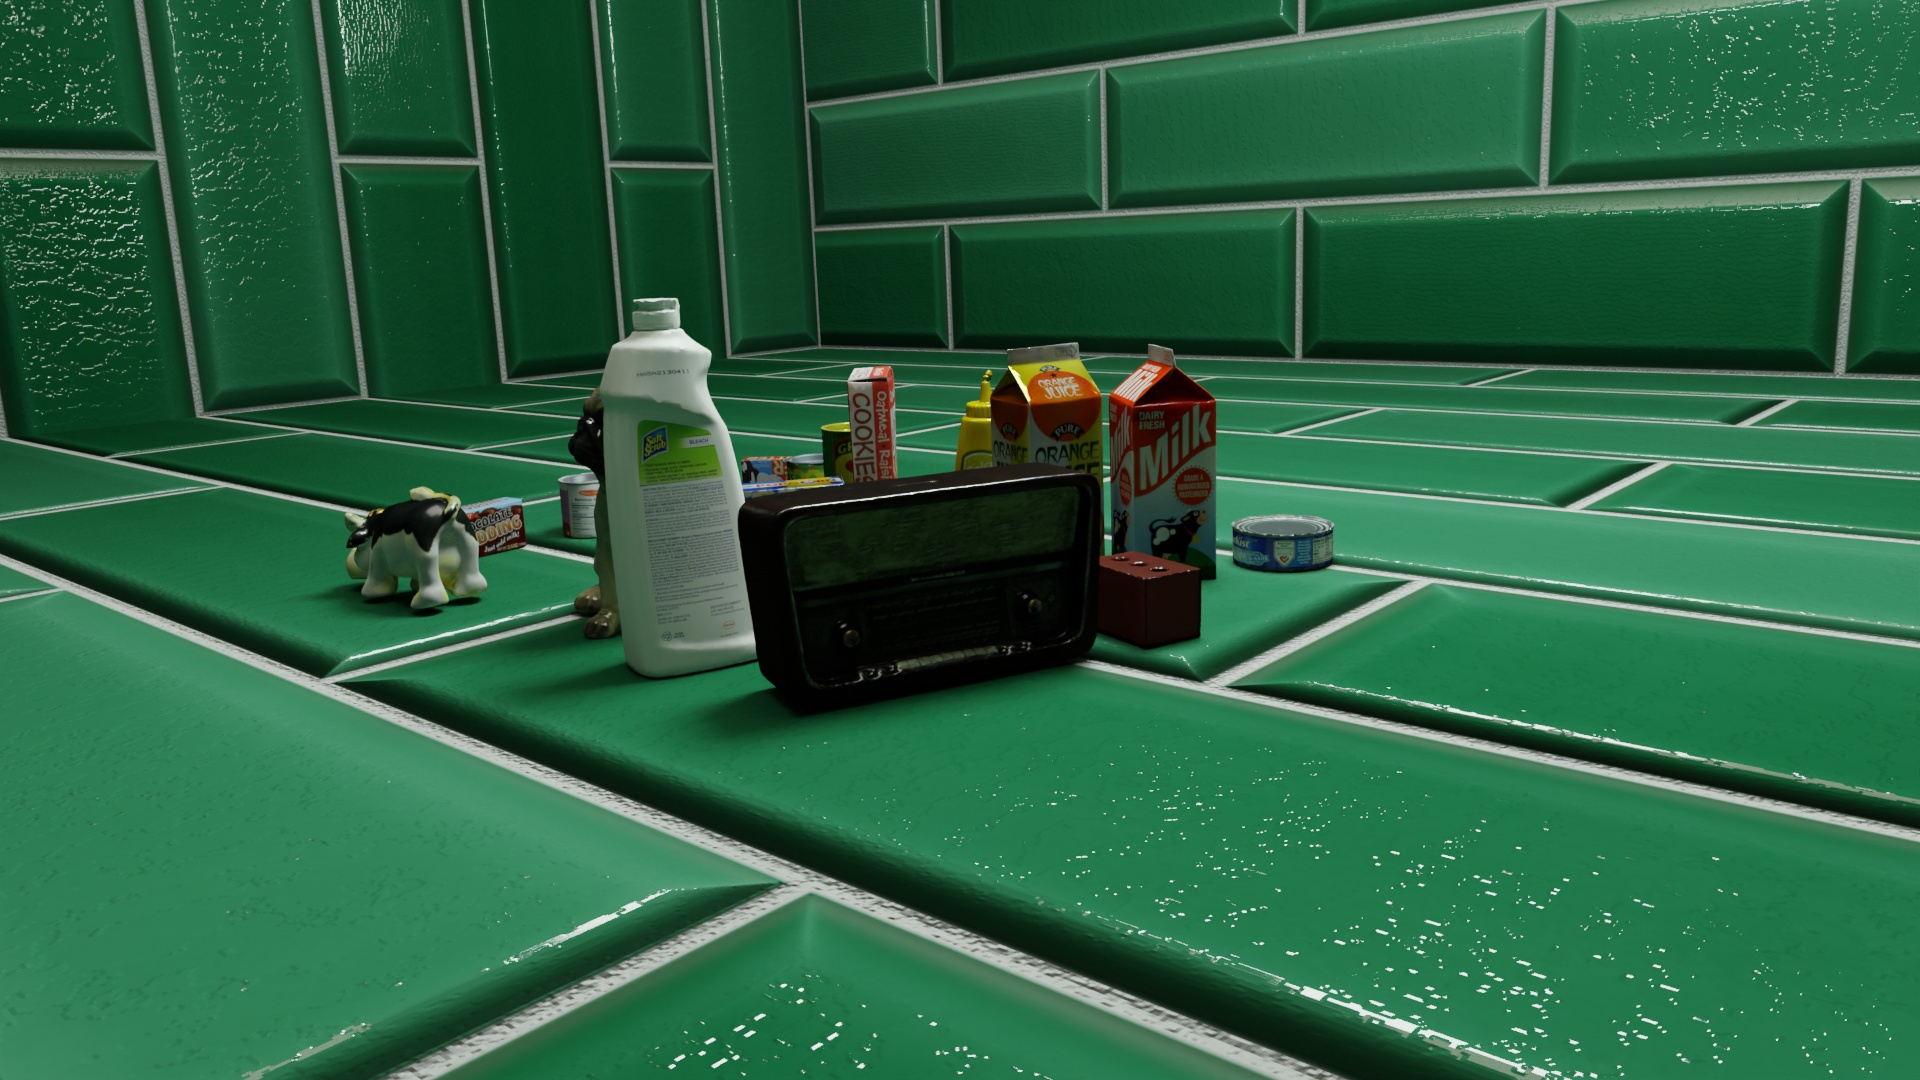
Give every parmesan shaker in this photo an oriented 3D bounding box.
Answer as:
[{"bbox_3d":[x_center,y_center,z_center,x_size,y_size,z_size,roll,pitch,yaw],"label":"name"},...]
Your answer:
[{"bbox_3d":[-0.103,-0.065,1.408,0.071,0.102,0.071,-2,12,1],"label":"parmesan shaker"}]

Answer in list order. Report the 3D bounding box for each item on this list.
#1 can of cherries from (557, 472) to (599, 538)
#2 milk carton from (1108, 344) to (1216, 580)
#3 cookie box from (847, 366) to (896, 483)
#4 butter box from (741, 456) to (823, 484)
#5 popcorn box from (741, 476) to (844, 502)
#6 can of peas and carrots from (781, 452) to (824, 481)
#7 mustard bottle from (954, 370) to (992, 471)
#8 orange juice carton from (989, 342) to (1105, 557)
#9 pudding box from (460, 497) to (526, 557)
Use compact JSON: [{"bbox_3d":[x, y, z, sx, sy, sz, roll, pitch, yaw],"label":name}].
[{"bbox_3d":[-0.378,-0.037,1.432,0.071,0.058,0.071,-2,12,1],"label":"can of cherries"},{"bbox_3d":[0.166,-0.065,1.148,0.073,0.190,0.072,-4,12,-9],"label":"milk carton"},{"bbox_3d":[-0.078,-0.073,1.286,0.040,0.167,0.123,-3,12,-1],"label":"cookie box"},{"bbox_3d":[-0.191,-0.067,1.551,0.103,0.053,0.024,-2,12,2],"label":"butter box"},{"bbox_3d":[-0.160,-0.006,1.185,0.127,0.085,0.038,-5,12,-12],"label":"popcorn box"},{"bbox_3d":[-0.156,-0.061,1.500,0.071,0.058,0.071,-2,12,1],"label":"can of peas and carrots"},{"bbox_3d":[0.025,-0.083,1.328,0.065,0.159,0.049,0,12,12],"label":"mustard bottle"},{"bbox_3d":[0.073,-0.069,1.181,0.072,0.192,0.073,-8,13,-25],"label":"orange juice carton"},{"bbox_3d":[-0.466,-0.011,1.348,0.030,0.049,0.084,7,15,37],"label":"pudding box"}]
